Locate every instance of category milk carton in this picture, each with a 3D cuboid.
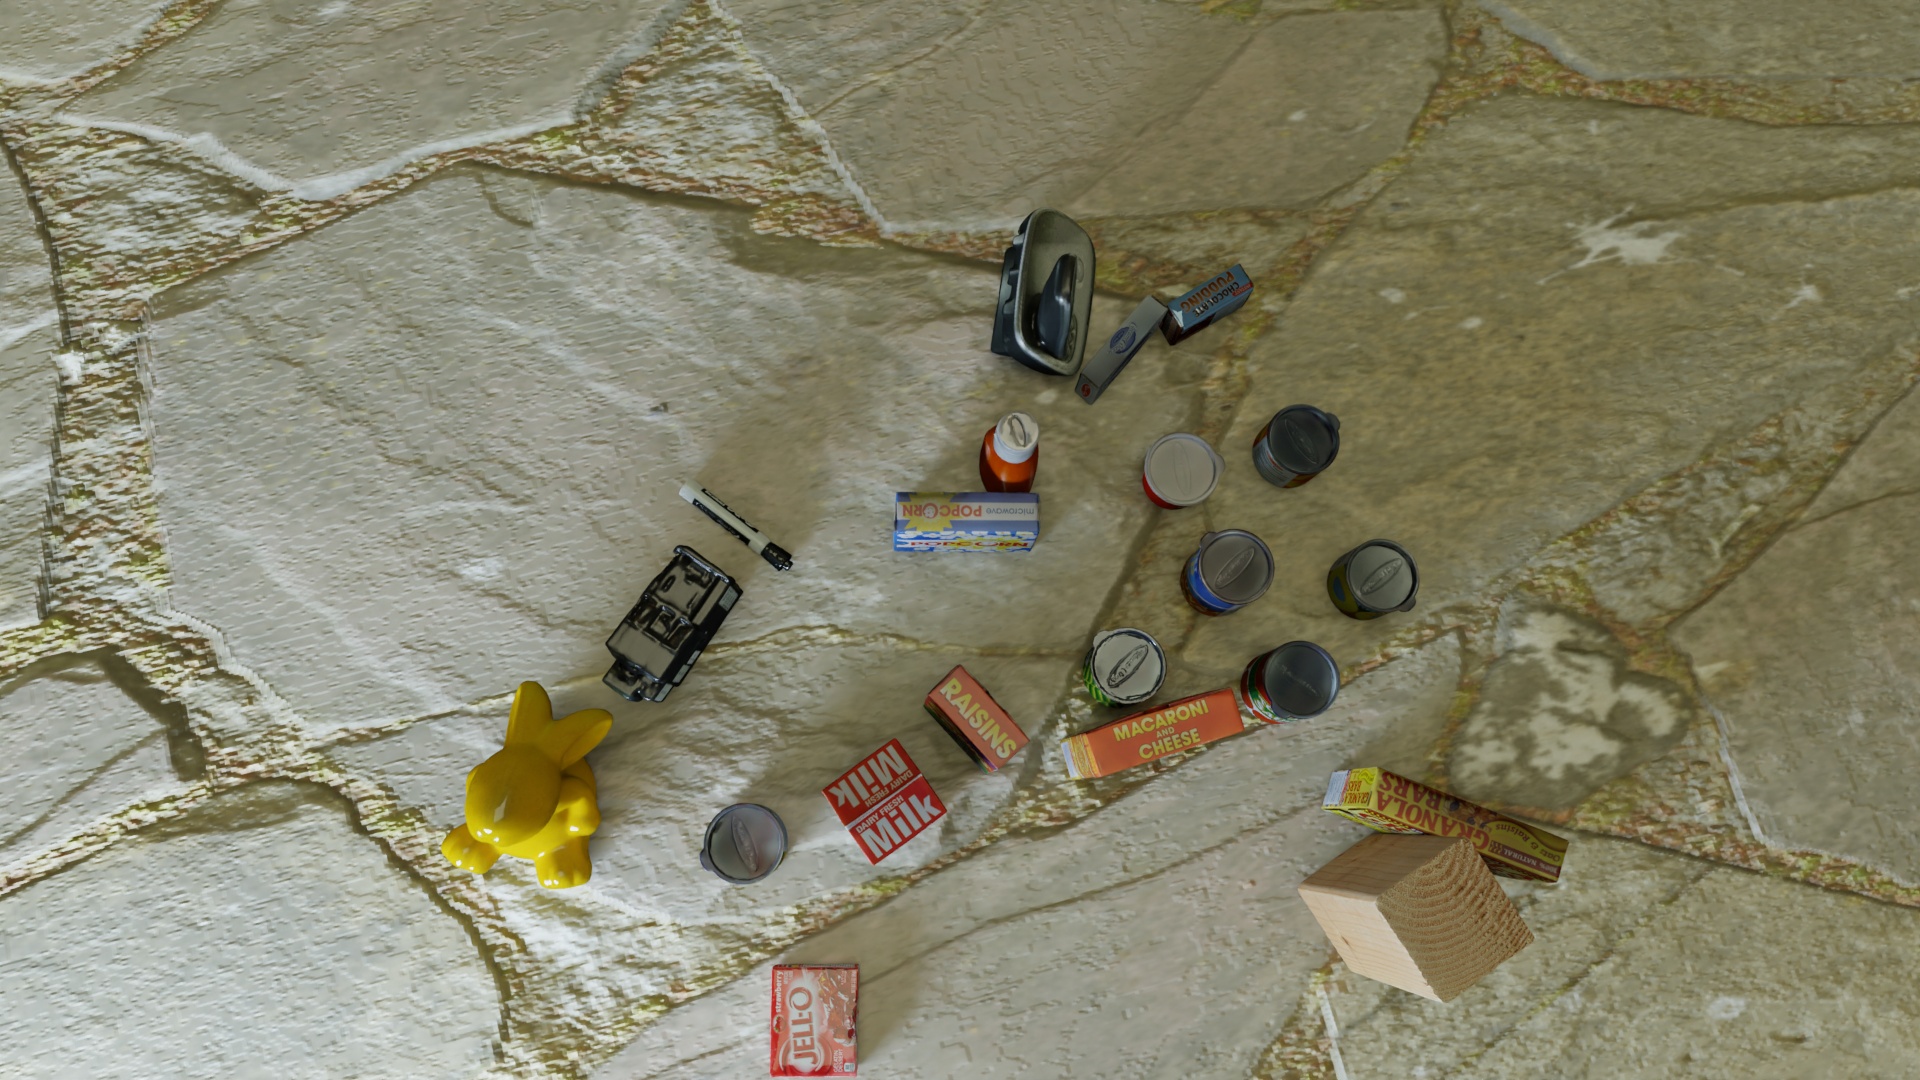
[{"bbox_3d":[-0.061,0.210,1.121,0.072,0.190,0.073,-35,83,-9],"label":"milk carton"}]

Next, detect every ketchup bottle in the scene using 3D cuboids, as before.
[{"bbox_3d":[0.043,-0.075,1.207,0.043,0.148,0.065,-16,80,-6],"label":"ketchup bottle"}]

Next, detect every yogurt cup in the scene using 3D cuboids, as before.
[{"bbox_3d":[0.197,-0.060,1.260,0.072,0.054,0.072,1,79,-3],"label":"yogurt cup"}]

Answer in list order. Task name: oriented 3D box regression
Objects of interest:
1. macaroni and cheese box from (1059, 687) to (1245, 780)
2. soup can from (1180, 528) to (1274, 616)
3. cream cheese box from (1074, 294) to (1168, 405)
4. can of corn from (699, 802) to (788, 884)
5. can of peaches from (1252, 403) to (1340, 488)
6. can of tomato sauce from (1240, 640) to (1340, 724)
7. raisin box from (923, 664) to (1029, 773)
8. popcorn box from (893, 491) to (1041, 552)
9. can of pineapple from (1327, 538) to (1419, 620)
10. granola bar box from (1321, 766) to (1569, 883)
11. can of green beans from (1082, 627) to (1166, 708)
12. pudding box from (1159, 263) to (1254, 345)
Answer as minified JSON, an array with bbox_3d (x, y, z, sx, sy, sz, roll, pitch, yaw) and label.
[{"bbox_3d":[0.154,0.162,1.155,0.124,0.166,0.040,-17,80,-6],"label":"macaroni and cheese box"},{"bbox_3d":[0.233,0.028,1.229,0.071,0.083,0.071,1,79,-3],"label":"soup can"},{"bbox_3d":[0.147,-0.176,1.282,0.024,0.053,0.104,40,79,5],"label":"cream cheese box"},{"bbox_3d":[-0.182,0.256,1.173,0.071,0.058,0.071,1,79,-3],"label":"can of corn"},{"bbox_3d":[0.307,-0.086,1.270,0.071,0.058,0.071,1,79,-3],"label":"can of peaches"},{"bbox_3d":[0.285,0.127,1.212,0.071,0.083,0.071,1,79,-3],"label":"can of tomato sauce"},{"bbox_3d":[0.012,0.153,1.171,0.040,0.123,0.086,-42,84,-9],"label":"raisin box"},{"bbox_3d":[0.004,-0.015,1.225,0.127,0.085,0.038,0,79,-3],"label":"popcorn box"},{"bbox_3d":[0.370,0.038,1.247,0.071,0.057,0.071,1,79,-3],"label":"can of pineapple"},{"bbox_3d":[0.404,0.240,1.174,0.165,0.124,0.039,21,79,1],"label":"granola bar box"},{"bbox_3d":[0.143,0.113,1.220,0.071,0.057,0.071,1,79,-3],"label":"can of green beans"},{"bbox_3d":[0.229,-0.220,1.297,0.084,0.049,0.030,-30,82,-8],"label":"pudding box"}]
